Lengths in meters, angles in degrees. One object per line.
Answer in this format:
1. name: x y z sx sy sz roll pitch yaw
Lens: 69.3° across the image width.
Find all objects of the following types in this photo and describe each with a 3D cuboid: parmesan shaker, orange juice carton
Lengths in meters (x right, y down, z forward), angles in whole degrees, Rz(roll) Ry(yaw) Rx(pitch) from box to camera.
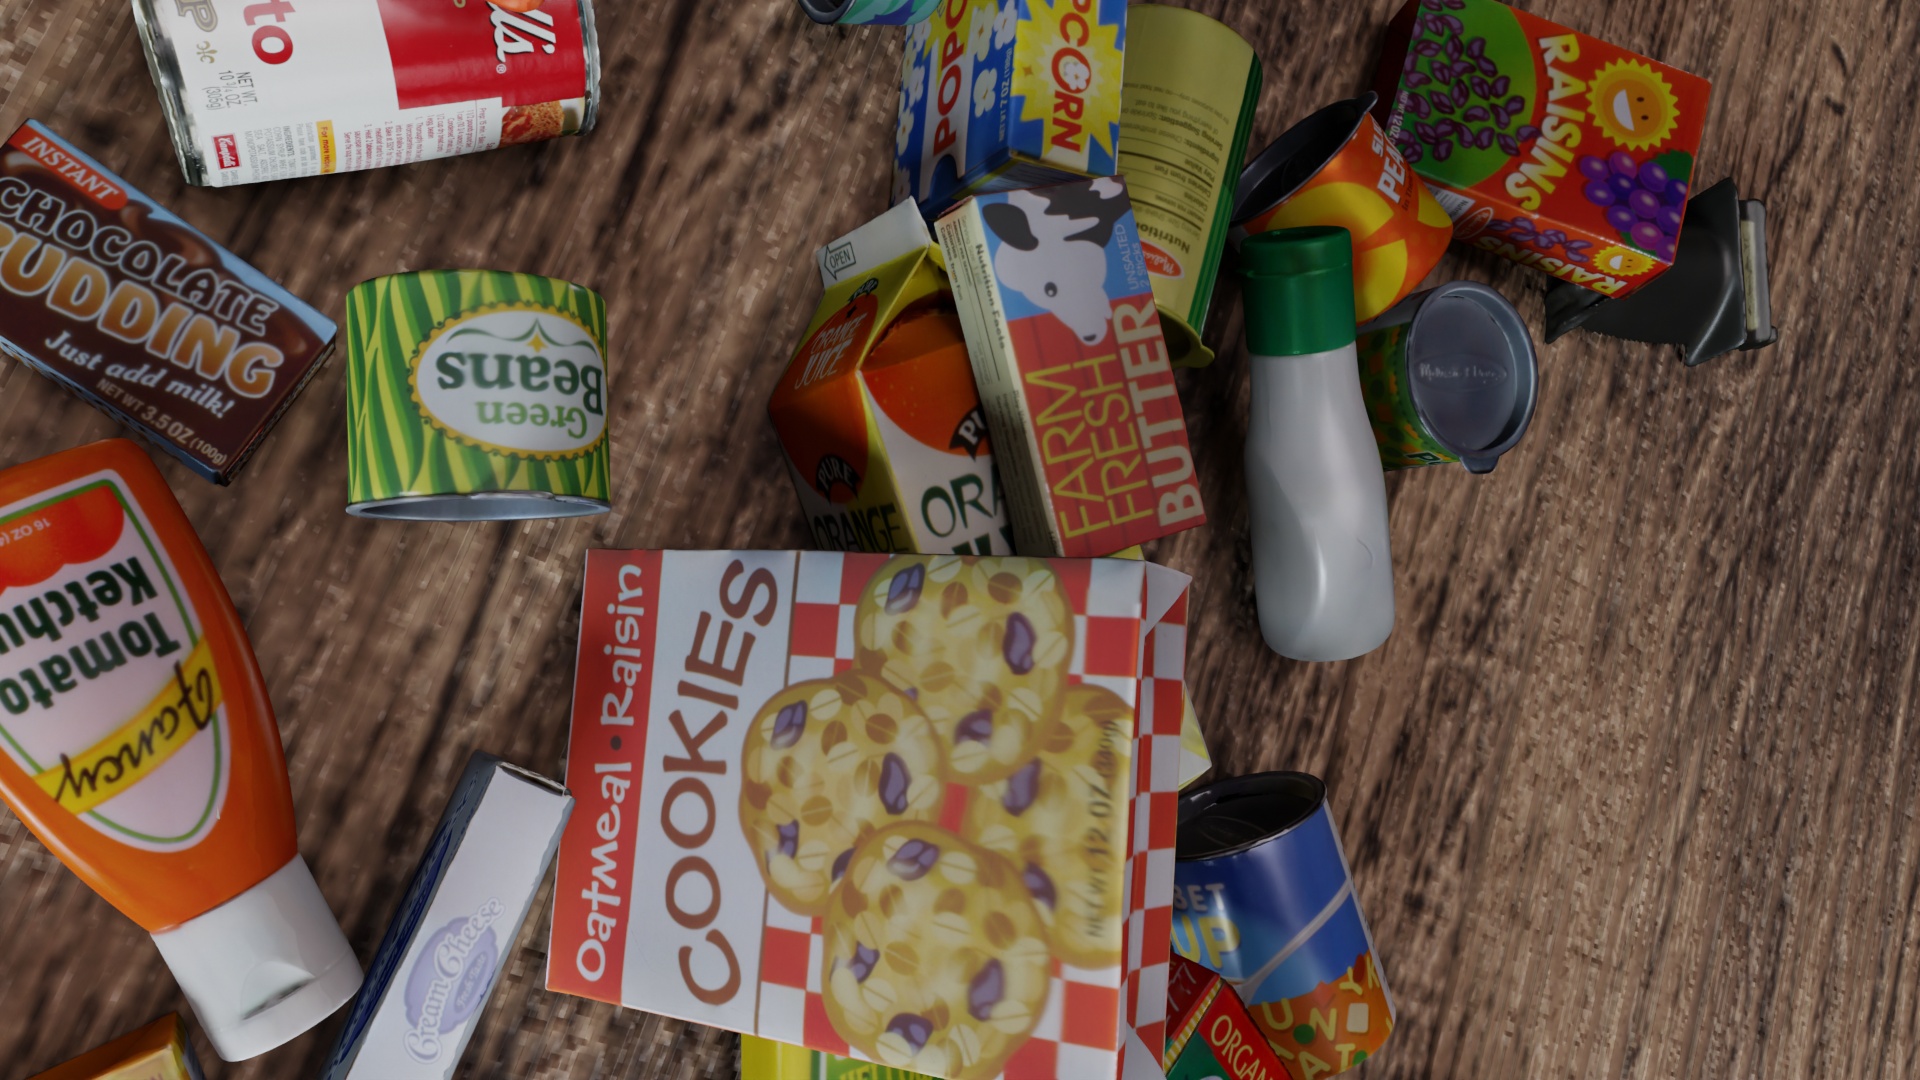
1. parmesan shaker: 0.062 -0.116 0.470 0.071 0.071 0.103 21 76 -24
2. orange juice carton: 0.002 -0.005 0.428 0.073 0.071 0.192 -22 96 -27

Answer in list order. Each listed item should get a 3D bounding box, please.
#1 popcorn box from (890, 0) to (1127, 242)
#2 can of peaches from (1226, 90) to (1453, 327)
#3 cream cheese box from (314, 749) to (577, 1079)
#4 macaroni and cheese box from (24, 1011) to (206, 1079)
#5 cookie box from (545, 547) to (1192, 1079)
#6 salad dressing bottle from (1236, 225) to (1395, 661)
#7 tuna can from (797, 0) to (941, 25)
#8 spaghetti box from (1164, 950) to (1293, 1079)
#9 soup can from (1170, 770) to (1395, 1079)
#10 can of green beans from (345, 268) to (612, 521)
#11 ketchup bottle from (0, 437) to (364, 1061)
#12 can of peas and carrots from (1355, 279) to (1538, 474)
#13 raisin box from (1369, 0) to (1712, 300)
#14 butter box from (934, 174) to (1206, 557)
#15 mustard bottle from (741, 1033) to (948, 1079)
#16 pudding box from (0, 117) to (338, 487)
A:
1. popcorn box: 0.015 -0.165 0.439 0.038 0.085 0.127 8 82 -27
2. can of peaches: 0.137 -0.118 0.506 0.058 0.071 0.071 45 68 -18
3. cream cheese box: -0.135 0.107 0.360 0.024 0.053 0.104 28 74 -20
4. macaroni and cheese box: -0.214 0.216 0.319 0.124 0.040 0.166 -22 96 -27
5. cookie box: -0.028 0.065 0.361 0.040 0.167 0.123 16 77 -61
6. salad dressing bottle: 0.122 -0.033 0.482 0.044 0.064 0.147 -12 109 -7
7. tuna can: -0.027 -0.194 0.428 0.033 0.071 0.071 -10 91 -28
8. spaghetti box: 0.107 0.220 0.447 0.050 0.028 0.249 -49 125 -22
9. soup can: 0.101 0.131 0.472 0.071 0.071 0.083 -22 97 -26
10. can of green beans: -0.127 -0.036 0.368 0.071 0.071 0.058 0 86 -27
11. ketchup bottle: -0.197 0.053 0.338 0.065 0.043 0.148 -29 100 -25
12. can of peas and carrots: 0.173 -0.058 0.526 0.071 0.058 0.071 2 86 -27
13. raisin box: 0.223 -0.158 0.549 0.123 0.040 0.086 19 76 -3
14. butter box: 0.032 -0.047 0.391 0.053 0.024 0.103 -16 93 -28
15. mustard bottle: -0.034 0.126 0.412 0.065 0.048 0.160 -4 88 -30
16. pudding box: -0.207 -0.058 0.349 0.083 0.030 0.050 38 70 -20
